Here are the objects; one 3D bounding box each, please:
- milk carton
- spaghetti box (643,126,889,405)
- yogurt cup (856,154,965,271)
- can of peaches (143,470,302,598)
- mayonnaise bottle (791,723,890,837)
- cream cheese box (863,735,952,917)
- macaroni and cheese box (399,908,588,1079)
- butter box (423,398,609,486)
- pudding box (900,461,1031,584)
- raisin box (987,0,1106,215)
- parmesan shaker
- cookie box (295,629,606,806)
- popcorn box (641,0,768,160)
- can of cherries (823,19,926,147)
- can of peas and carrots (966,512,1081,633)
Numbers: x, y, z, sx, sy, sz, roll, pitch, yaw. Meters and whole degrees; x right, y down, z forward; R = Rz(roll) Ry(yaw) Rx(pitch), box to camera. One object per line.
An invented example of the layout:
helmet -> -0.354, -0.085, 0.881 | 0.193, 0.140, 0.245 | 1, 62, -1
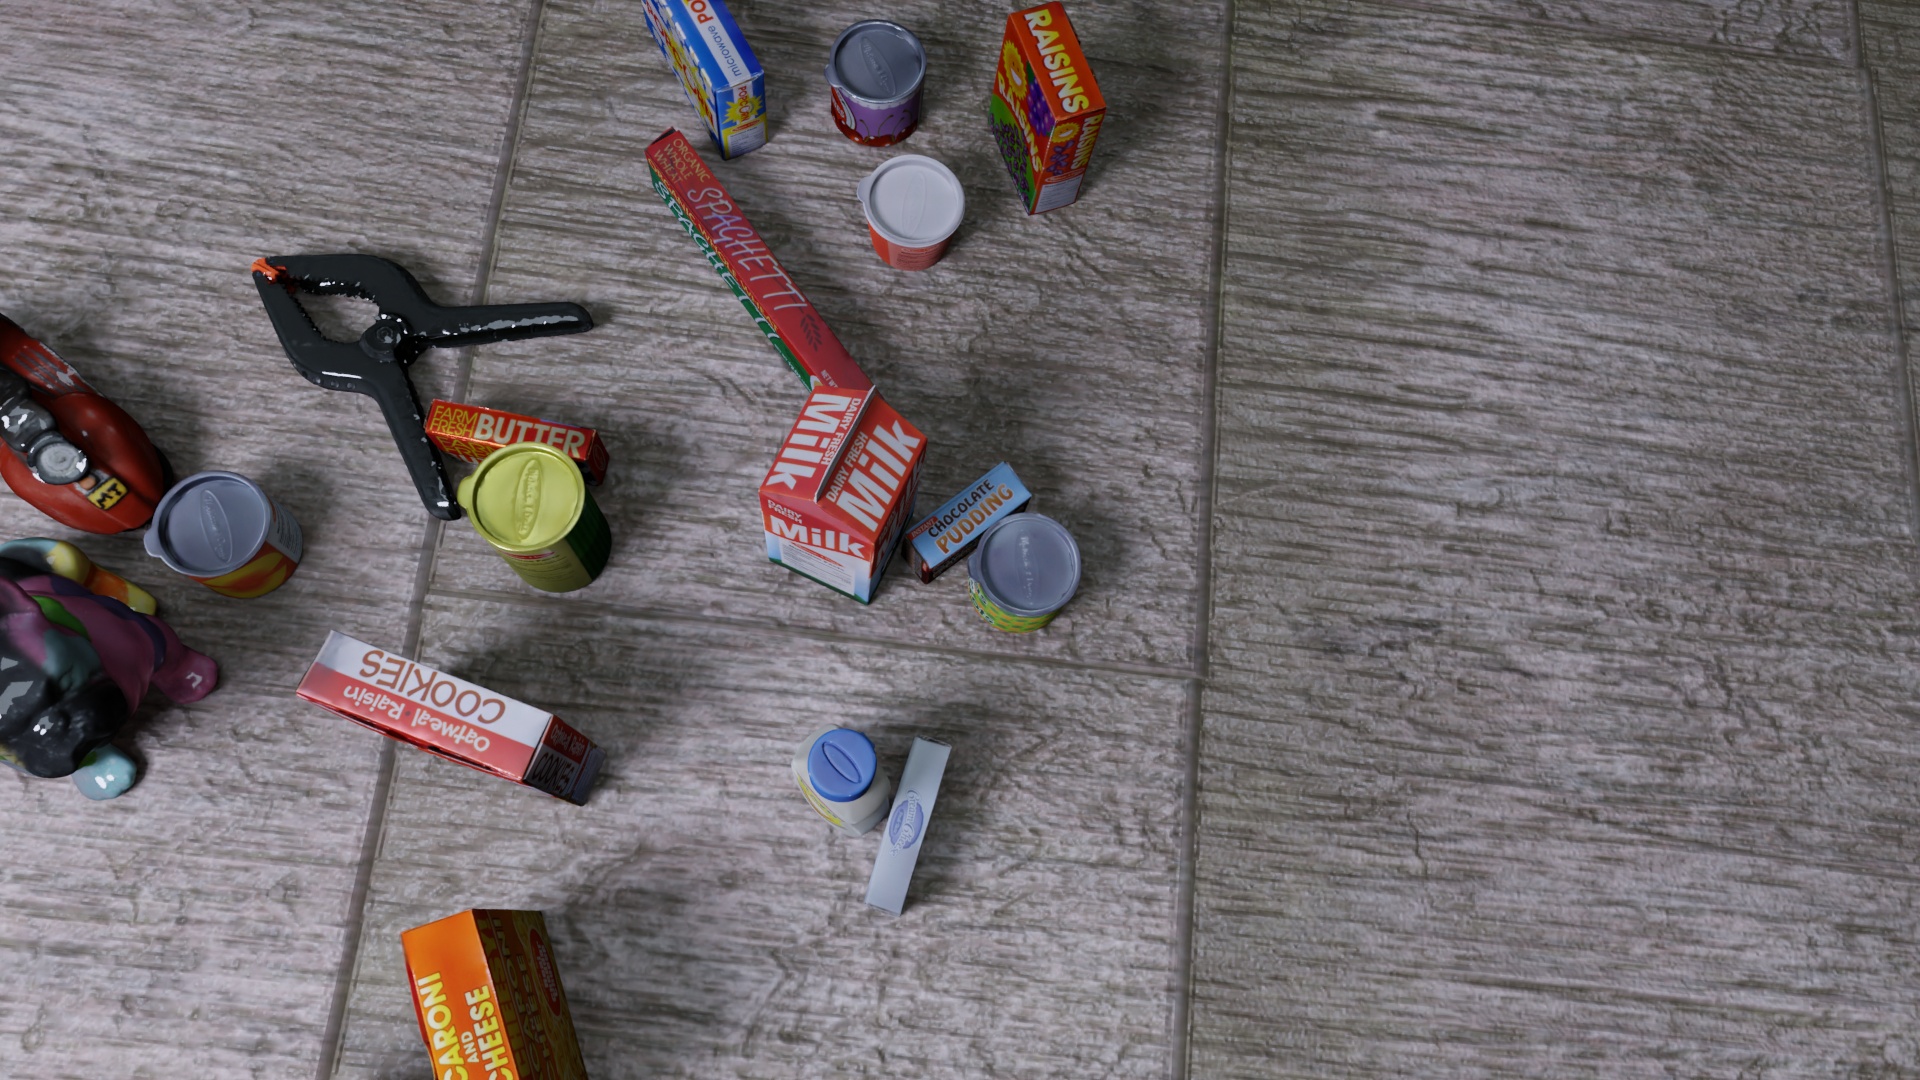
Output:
milk carton -> -0.069, -0.028, 0.815 | 0.073, 0.190, 0.072 | 25, 74, 2
spaghetti box -> -0.129, -0.166, 0.922 | 0.029, 0.050, 0.250 | -35, 80, -13
yogurt cup -> -0.033, -0.219, 0.944 | 0.072, 0.053, 0.072 | 1, 74, -5
can of peaches -> -0.445, -0.002, 0.842 | 0.071, 0.058, 0.071 | 1, 74, -5
mayonnaise bottle -> -0.068, 0.134, 0.790 | 0.041, 0.147, 0.065 | -43, 82, -14
cream cheese box -> -0.032, 0.172, 0.832 | 0.024, 0.053, 0.104 | 17, 73, 0
macaroni and cheese box -> -0.238, 0.259, 0.729 | 0.040, 0.166, 0.124 | -19, 77, -10
butter box -> -0.279, -0.061, 0.876 | 0.103, 0.053, 0.024 | 11, 74, -2
pudding box -> 0.003, -0.011, 0.890 | 0.084, 0.049, 0.030 | -36, 80, -14
raisin box -> 0.057, -0.288, 0.936 | 0.040, 0.123, 0.086 | -18, 77, -10
parmesan shaker -> -0.254, -0.012, 0.839 | 0.071, 0.102, 0.071 | 1, 74, -5
cookie box -> -0.274, 0.104, 0.770 | 0.123, 0.167, 0.040 | 20, 74, 1
popcorn box -> -0.176, -0.337, 0.949 | 0.038, 0.085, 0.127 | -27, 78, -12
can of cherries -> -0.061, -0.317, 0.968 | 0.071, 0.058, 0.071 | 1, 74, -5
can of peas and carrots -> 0.037, 0.022, 0.878 | 0.071, 0.058, 0.071 | 1, 74, -5
